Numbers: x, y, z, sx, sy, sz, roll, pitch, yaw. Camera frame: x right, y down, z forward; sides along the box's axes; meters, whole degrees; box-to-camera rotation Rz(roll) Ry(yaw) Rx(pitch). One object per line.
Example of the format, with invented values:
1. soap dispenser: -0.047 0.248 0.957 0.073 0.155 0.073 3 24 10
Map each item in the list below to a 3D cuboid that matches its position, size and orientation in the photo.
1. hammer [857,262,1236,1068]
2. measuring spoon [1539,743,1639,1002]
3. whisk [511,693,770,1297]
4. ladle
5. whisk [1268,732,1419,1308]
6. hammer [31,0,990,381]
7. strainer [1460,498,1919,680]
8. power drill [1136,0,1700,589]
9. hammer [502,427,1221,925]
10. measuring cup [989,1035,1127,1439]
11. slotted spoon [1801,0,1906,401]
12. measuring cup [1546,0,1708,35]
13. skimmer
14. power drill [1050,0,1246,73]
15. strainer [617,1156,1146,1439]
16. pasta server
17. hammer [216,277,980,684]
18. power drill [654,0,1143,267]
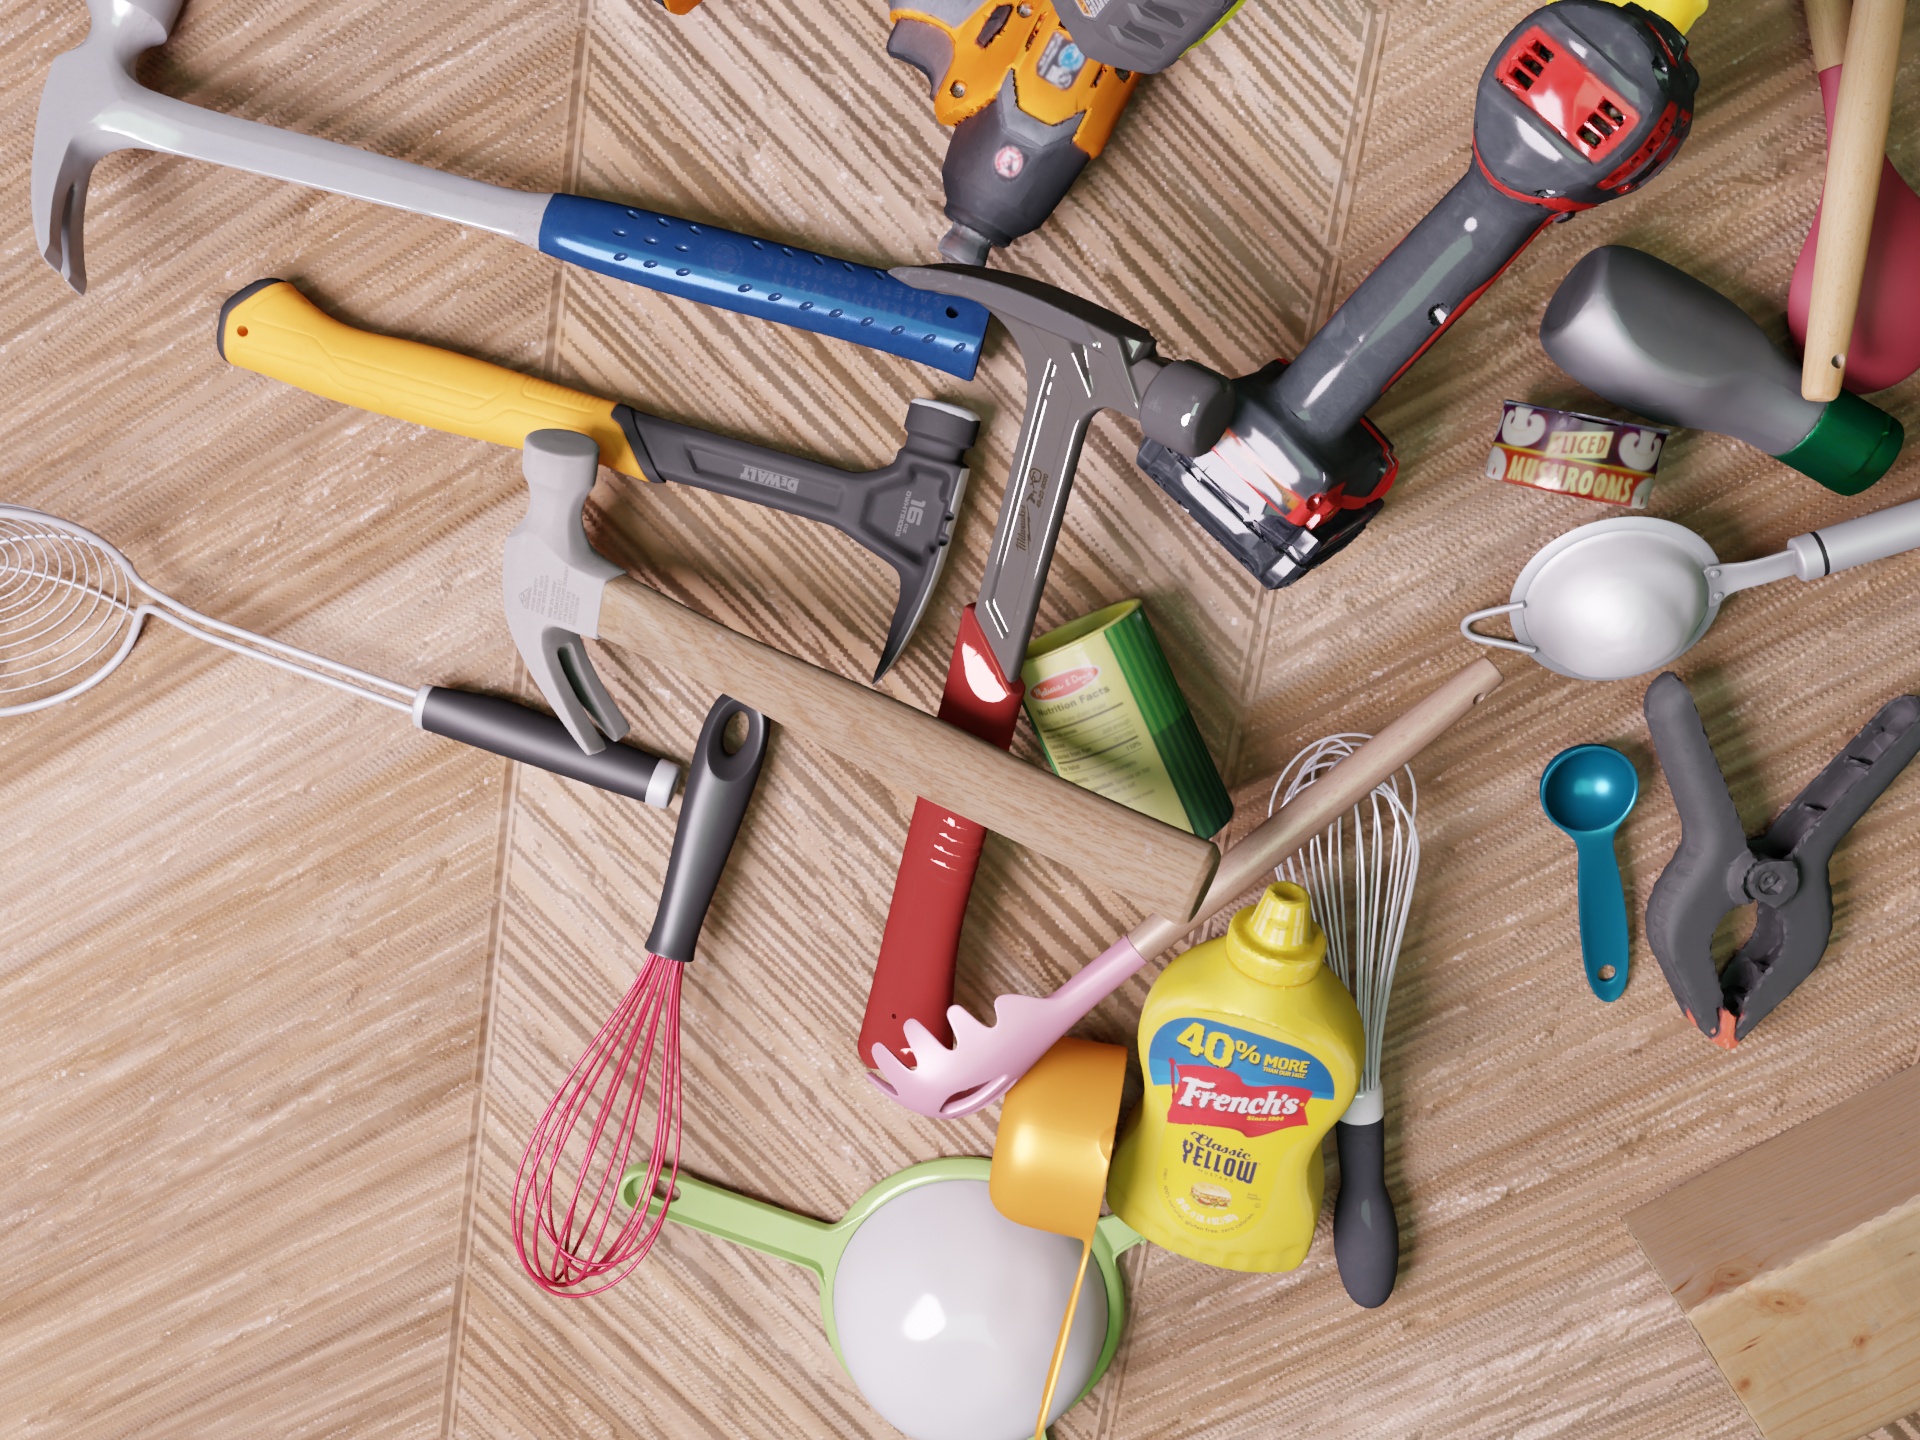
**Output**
1. hammer: -0.001 -0.002 0.671 0.149 0.036 0.358 31 122 29
2. measuring spoon: 0.285 0.068 0.718 0.042 0.021 0.128 -11 109 6
3. whisk: -0.140 0.125 0.730 0.073 0.073 0.296 17 91 1
4. ladle: 0.347 -0.288 0.635 0.069 0.031 0.315 -14 98 3
5. whisk: 0.178 0.142 0.721 0.070 0.070 0.284 -5 105 6
6. hammer: -0.187 -0.208 0.675 0.405 0.035 0.144 14 78 -1
7. strainer: 0.340 -0.065 0.653 0.258 0.050 0.086 -18 126 14
8. power drill: 0.186 -0.167 0.611 0.080 0.188 0.226 45 122 9
9. hammer: -0.051 -0.001 0.648 0.331 0.031 0.130 25 121 18
10. measuring cup: 0.033 0.226 0.712 0.052 0.095 0.174 13 76 7
11. slotted spoon: 0.356 -0.281 0.611 0.070 0.031 0.314 6 95 -12
12. measuring cup: 0.276 -0.338 0.631 0.062 0.029 0.156 14 99 2
13. skimmer: -0.311 -0.006 0.713 0.363 0.090 0.127 19 134 -2
14. power drill: 0.126 -0.335 0.579 0.223 0.080 0.171 -32 96 -20
15. strainer: -0.046 0.272 0.755 0.256 0.069 0.151 20 102 -1
16. pasta server: 0.092 0.073 0.668 0.316 0.060 0.040 -40 54 9
17. hammer: -0.167 -0.121 0.706 0.337 0.034 0.127 17 101 1
18. power drill: -0.035 -0.295 0.639 0.226 0.084 0.164 27 102 -5
